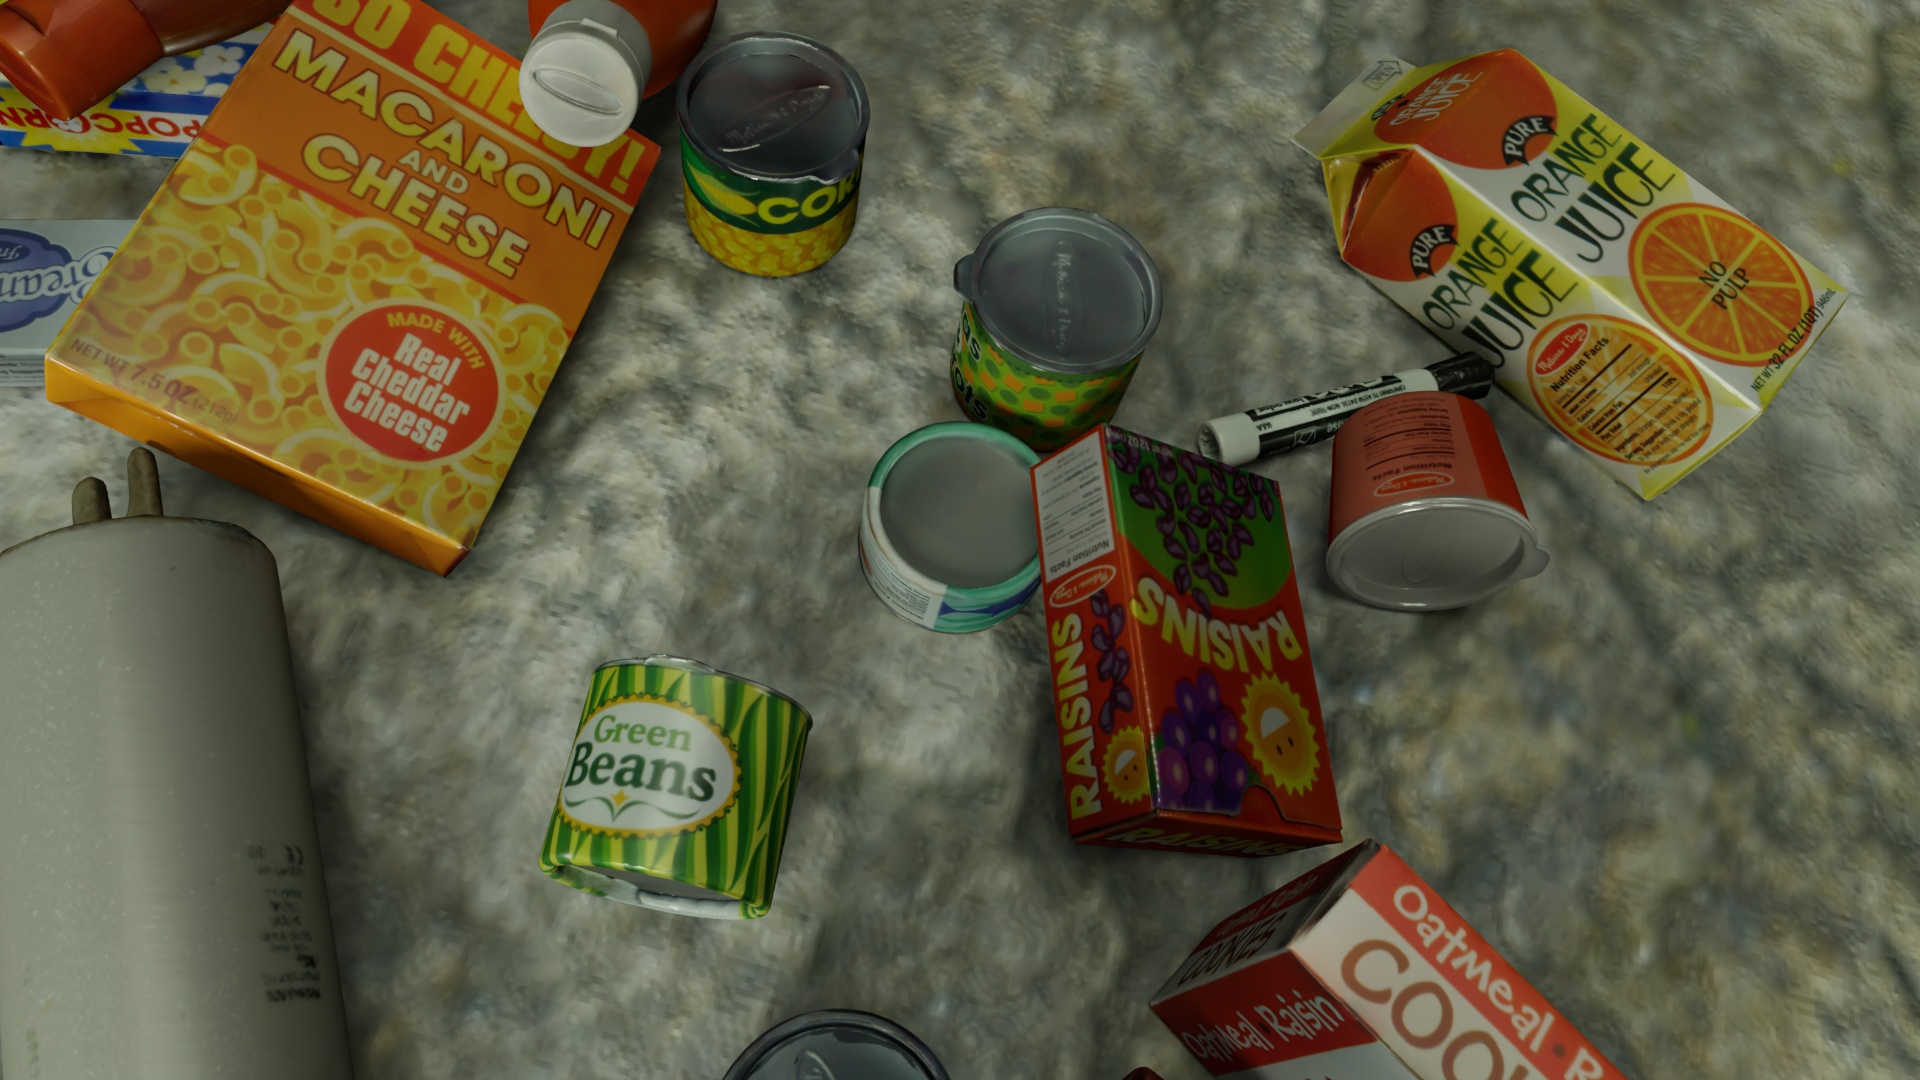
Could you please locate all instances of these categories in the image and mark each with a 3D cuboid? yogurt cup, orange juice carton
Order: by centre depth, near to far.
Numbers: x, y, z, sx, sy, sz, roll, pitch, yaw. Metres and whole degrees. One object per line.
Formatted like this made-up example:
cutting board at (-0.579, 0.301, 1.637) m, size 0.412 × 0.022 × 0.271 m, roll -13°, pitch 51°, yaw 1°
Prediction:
yogurt cup at (0.159, -0.015, 0.479) m, size 0.072 × 0.072 × 0.054 m, roll 7°, pitch 57°, yaw -5°
orange juice carton at (0.219, -0.113, 0.527) m, size 0.193 × 0.072 × 0.072 m, roll 42°, pitch 67°, yaw 11°

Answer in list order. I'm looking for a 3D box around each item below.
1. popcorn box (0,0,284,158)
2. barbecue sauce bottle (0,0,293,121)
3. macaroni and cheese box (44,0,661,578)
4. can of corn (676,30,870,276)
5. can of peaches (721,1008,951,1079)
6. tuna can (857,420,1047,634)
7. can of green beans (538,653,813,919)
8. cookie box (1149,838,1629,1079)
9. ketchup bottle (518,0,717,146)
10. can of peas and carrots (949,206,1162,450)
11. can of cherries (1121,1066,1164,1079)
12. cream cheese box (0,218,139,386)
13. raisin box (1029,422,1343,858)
popcorn box at (-0.276, -0.182, 0.501) m, size 0.127 × 0.038 × 0.085 m, roll 2°, pitch 66°, yaw -8°
barbecue sauce bottle at (-0.253, -0.199, 0.466) m, size 0.065 × 0.043 × 0.149 m, roll 35°, pitch 66°, yaw 6°
macaroni and cheese box at (-0.186, -0.090, 0.449) m, size 0.123 × 0.040 × 0.167 m, roll 29°, pitch 61°, yaw -22°
can of corn at (-0.066, -0.136, 0.502) m, size 0.071 × 0.058 × 0.071 m, roll 3°, pitch 65°, yaw -7°
can of peaches at (-0.037, 0.162, 0.369) m, size 0.071 × 0.057 × 0.071 m, roll 3°, pitch 66°, yaw -7°
tuna can at (0.002, -0.006, 0.466) m, size 0.071 × 0.032 × 0.071 m, roll 3°, pitch 66°, yaw -7°
can of green beans at (-0.081, 0.073, 0.399) m, size 0.071 × 0.071 × 0.058 m, roll 12°, pitch 65°, yaw -3°
cookie box at (0.135, 0.162, 0.360) m, size 0.040 × 0.122 × 0.167 m, roll -40°, pitch 77°, yaw -23°
ketchup bottle at (-0.121, -0.182, 0.485) m, size 0.065 × 0.043 × 0.149 m, roll 19°, pitch 33°, yaw -17°
can of peas and carrots at (0.029, -0.073, 0.487) m, size 0.071 × 0.058 × 0.071 m, roll 3°, pitch 65°, yaw -7°
can of cherries at (0.053, 0.185, 0.371) m, size 0.058 × 0.071 × 0.072 m, roll 37°, pitch 66°, yaw 9°
cream cheese box at (-0.319, -0.078, 0.455) m, size 0.104 × 0.024 × 0.053 m, roll -2°, pitch 67°, yaw -10°
raisin box at (0.071, 0.033, 0.436) m, size 0.086 × 0.040 × 0.124 m, roll 15°, pitch 60°, yaw -37°
